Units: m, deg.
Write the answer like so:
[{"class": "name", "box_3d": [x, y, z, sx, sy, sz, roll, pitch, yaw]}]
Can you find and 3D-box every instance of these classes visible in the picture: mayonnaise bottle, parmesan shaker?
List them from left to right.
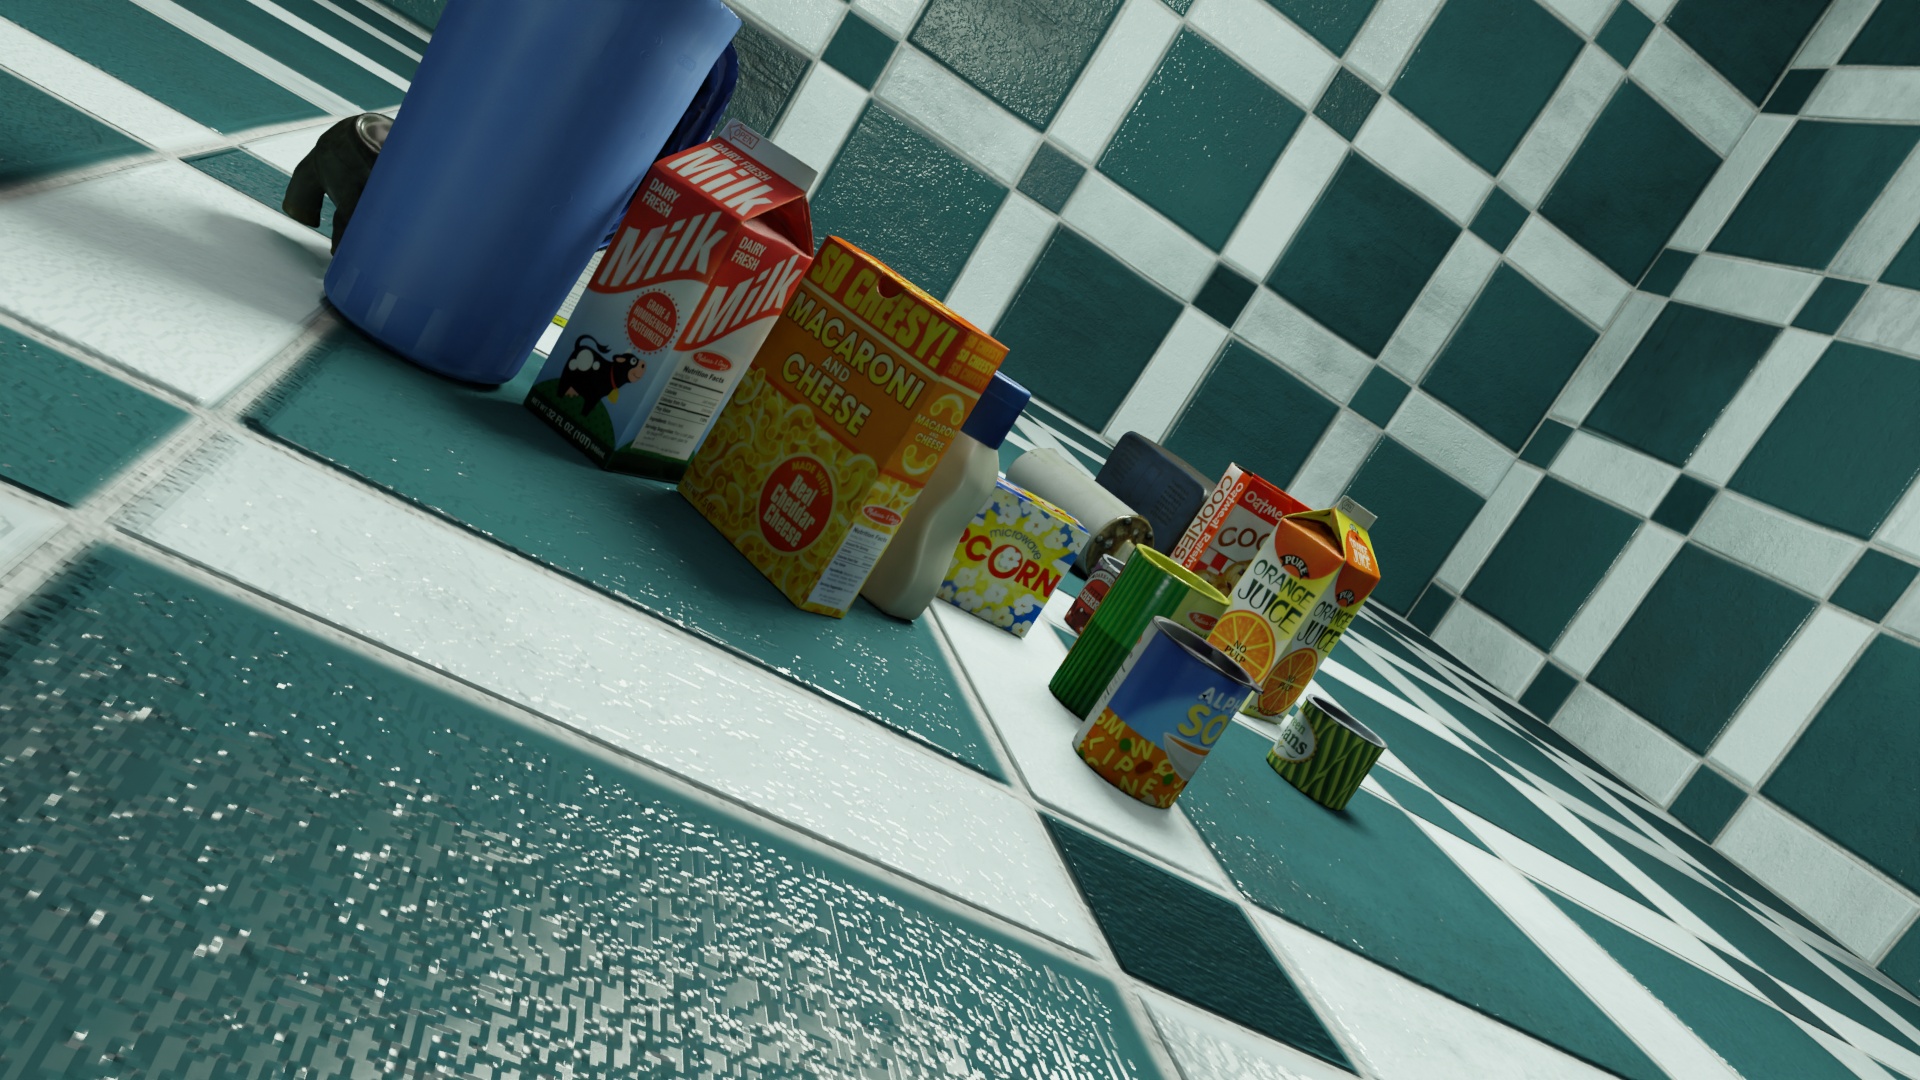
[{"class": "mayonnaise bottle", "box_3d": [-0.013, -0.030, 0.796, 0.065, 0.148, 0.041, 40, 12, 38]}, {"class": "parmesan shaker", "box_3d": [0.105, 0.062, 0.839, 0.071, 0.103, 0.071, 31, 10, -6]}]

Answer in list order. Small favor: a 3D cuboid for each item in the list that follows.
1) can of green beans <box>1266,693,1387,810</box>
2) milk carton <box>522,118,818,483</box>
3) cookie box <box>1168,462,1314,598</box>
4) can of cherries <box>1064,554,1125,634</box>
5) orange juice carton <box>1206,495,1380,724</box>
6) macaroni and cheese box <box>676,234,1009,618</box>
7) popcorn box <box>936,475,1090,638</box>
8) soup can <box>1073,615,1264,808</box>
[{"class": "can of green beans", "box_3d": [0.266, 0.154, 1.010, 0.071, 0.057, 0.071, 31, 10, -6]}, {"class": "milk carton", "box_3d": [-0.149, -0.132, 0.756, 0.072, 0.190, 0.073, 36, 10, 23]}, {"class": "cookie box", "box_3d": [0.246, 0.031, 1.231, 0.123, 0.167, 0.040, 27, 11, -29]}, {"class": "can of cherries", "box_3d": [0.120, 0.052, 1.060, 0.071, 0.058, 0.071, 31, 10, -6]}, {"class": "orange juice carton", "box_3d": [0.279, 0.051, 1.156, 0.072, 0.192, 0.073, 22, 14, -48]}, {"class": "macaroni and cheese box", "box_3d": [-0.066, -0.062, 0.736, 0.124, 0.166, 0.040, 39, 12, 36]}, {"class": "popcorn box", "box_3d": [0.010, -0.001, 0.905, 0.126, 0.085, 0.038, 27, 11, -25]}, {"class": "soup can", "box_3d": [0.112, 0.095, 0.756, 0.071, 0.083, 0.071, 31, 10, -6]}]
